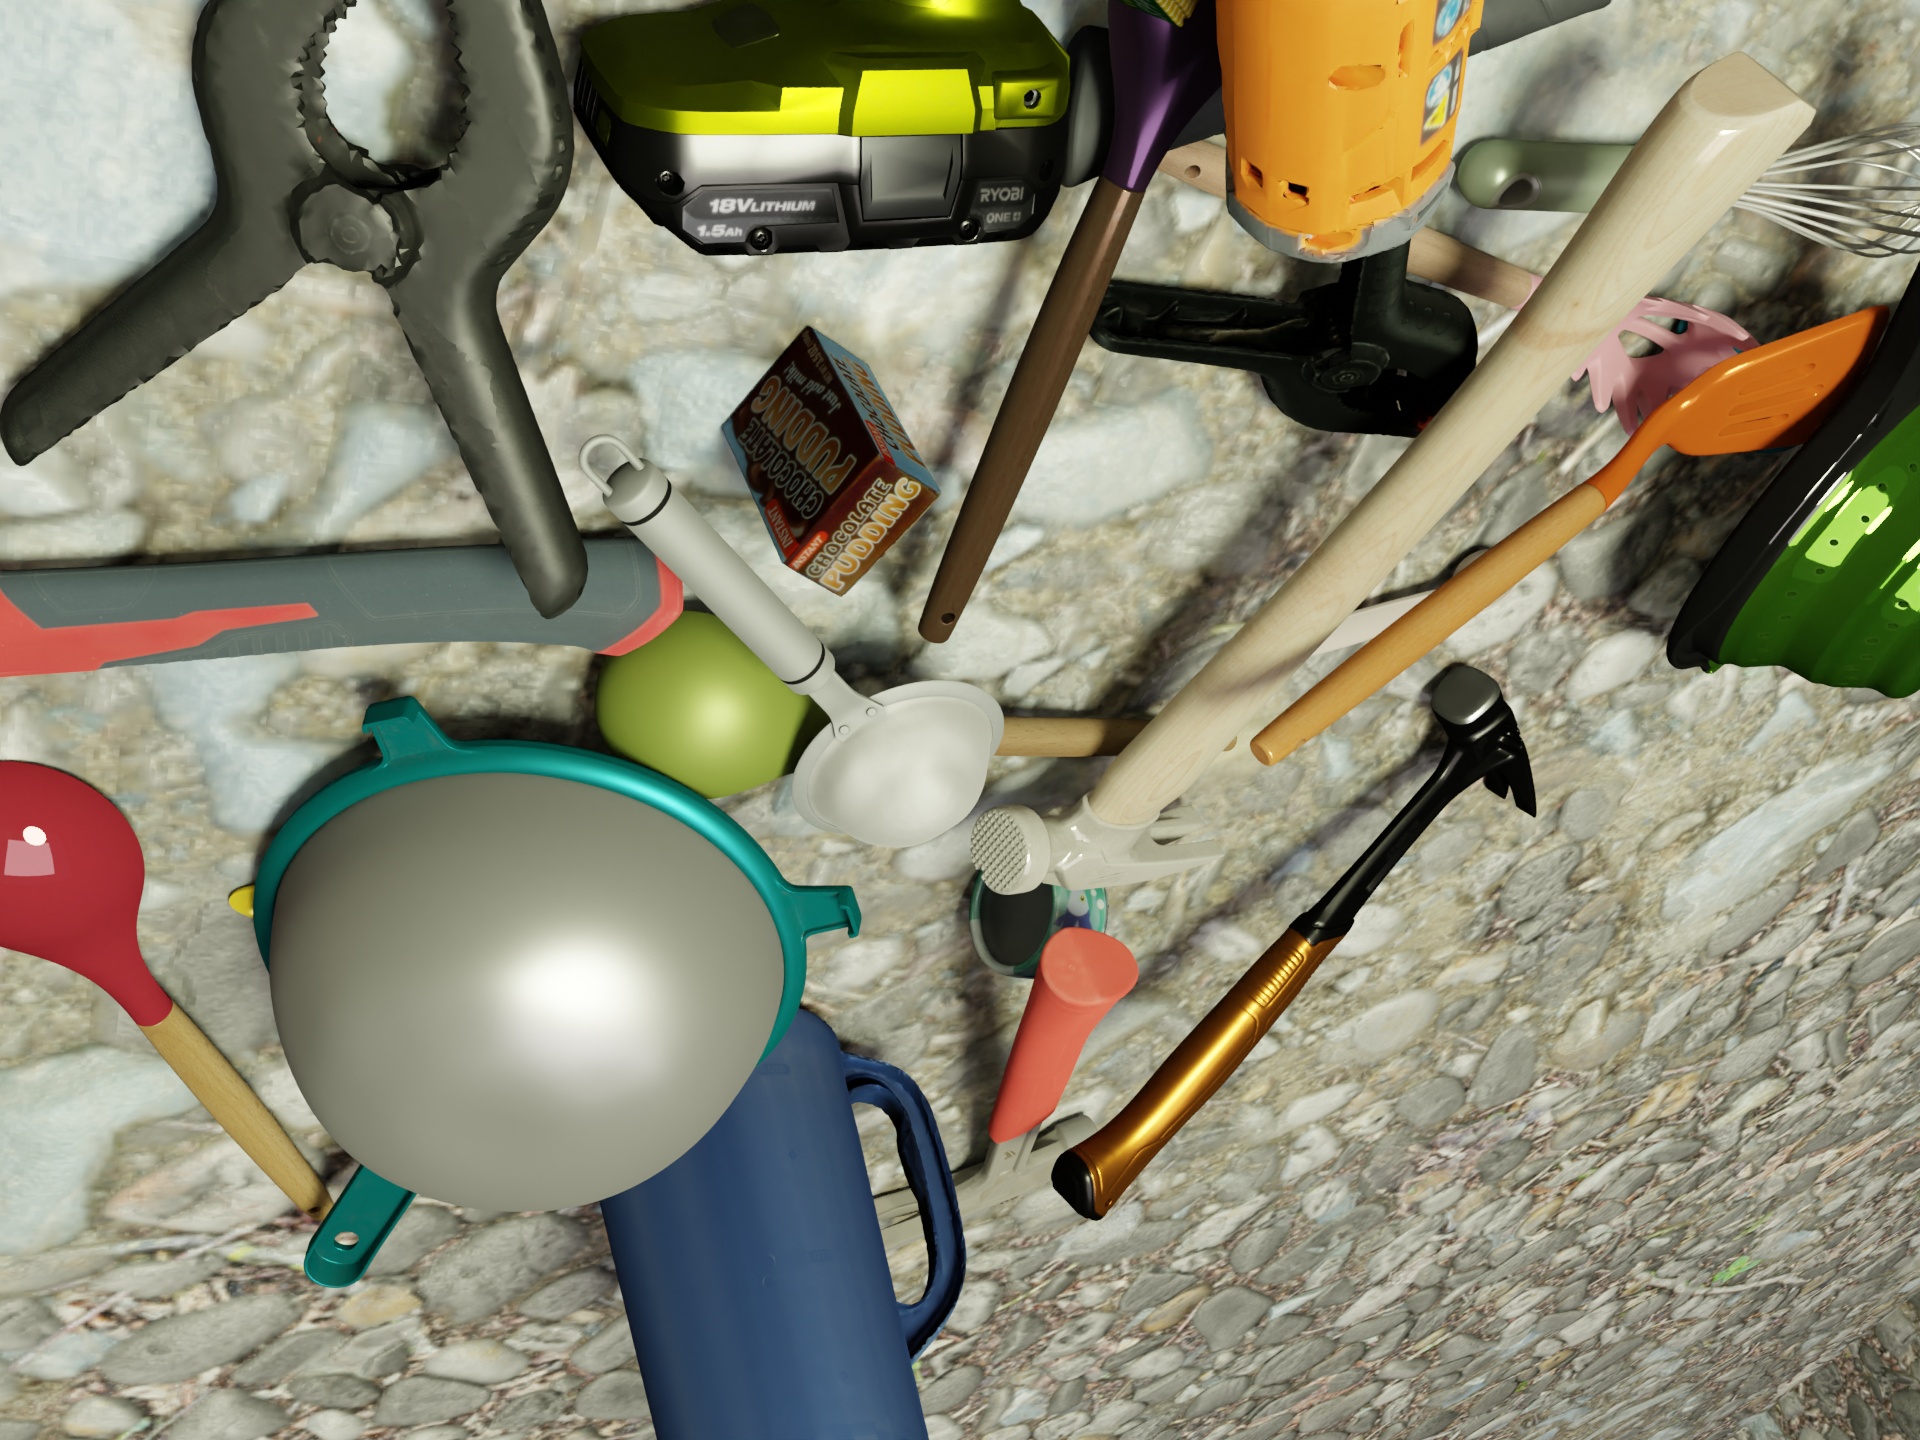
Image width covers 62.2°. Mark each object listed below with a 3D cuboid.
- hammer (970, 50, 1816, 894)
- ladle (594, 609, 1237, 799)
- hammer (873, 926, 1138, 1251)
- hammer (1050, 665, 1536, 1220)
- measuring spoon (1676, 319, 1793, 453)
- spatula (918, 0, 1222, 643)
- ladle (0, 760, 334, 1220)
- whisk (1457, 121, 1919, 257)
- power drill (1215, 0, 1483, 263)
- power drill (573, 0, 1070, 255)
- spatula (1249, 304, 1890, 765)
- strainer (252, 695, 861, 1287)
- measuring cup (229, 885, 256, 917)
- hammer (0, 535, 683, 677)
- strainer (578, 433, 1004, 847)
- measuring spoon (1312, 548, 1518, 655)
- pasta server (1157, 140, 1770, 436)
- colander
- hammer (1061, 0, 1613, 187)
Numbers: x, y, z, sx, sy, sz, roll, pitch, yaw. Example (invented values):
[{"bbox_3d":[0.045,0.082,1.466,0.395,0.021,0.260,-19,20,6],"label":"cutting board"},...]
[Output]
[{"bbox_3d":[0.163,-0.067,0.623,0.146,0.038,0.410,-2,140,-43],"label":"hammer"},{"bbox_3d":[-0.001,-0.002,0.671,0.320,0.062,0.078,1,135,-39],"label":"ladle"},{"bbox_3d":[0.027,0.196,0.819,0.149,0.037,0.358,-18,153,-14],"label":"hammer"},{"bbox_3d":[0.173,0.126,0.824,0.337,0.034,0.127,-47,139,-5],"label":"hammer"},{"bbox_3d":[0.360,-0.152,0.722,0.128,0.021,0.042,19,121,-42],"label":"measuring spoon"},{"bbox_3d":[0.039,-0.147,0.502,0.059,0.018,0.315,7,131,-21],"label":"spatula"},{"bbox_3d":[-0.313,0.129,0.636,0.069,0.031,0.315,-19,140,-11],"label":"ladle"},{"bbox_3d":[0.299,-0.209,0.617,0.246,0.059,0.057,-4,151,-18],"label":"whisk"},{"bbox_3d":[0.144,-0.243,0.392,0.226,0.084,0.164,-48,155,-14],"label":"power drill"},{"bbox_3d":[-0.032,-0.236,0.386,0.171,0.080,0.223,-10,132,-21],"label":"power drill"},{"bbox_3d":[0.244,-0.071,0.638,0.322,0.041,0.081,-35,152,-16],"label":"spatula"},{"bbox_3d":[-0.199,0.159,0.620,0.210,0.095,0.340,26,121,-20],"label":"strainer"},{"bbox_3d":[-0.208,0.071,0.642,0.156,0.029,0.062,8,127,-19],"label":"measuring cup"},{"bbox_3d":[-0.274,-0.042,0.474,0.386,0.038,0.143,-7,133,-23],"label":"hammer"},{"bbox_3d":[-0.050,-0.012,0.549,0.087,0.050,0.258,-33,138,7],"label":"strainer"},{"bbox_3d":[0.201,-0.055,0.745,0.124,0.018,0.034,-18,138,-2],"label":"measuring spoon"},{"bbox_3d":[0.198,-0.167,0.608,0.316,0.040,0.060,8,142,-33],"label":"pasta server"},{"bbox_3d":[0.420,-0.113,0.666,0.204,0.095,0.396,-40,153,-7],"label":"colander"},{"bbox_3d":[0.221,-0.246,0.520,0.409,0.036,0.149,-19,116,-6],"label":"hammer"}]
